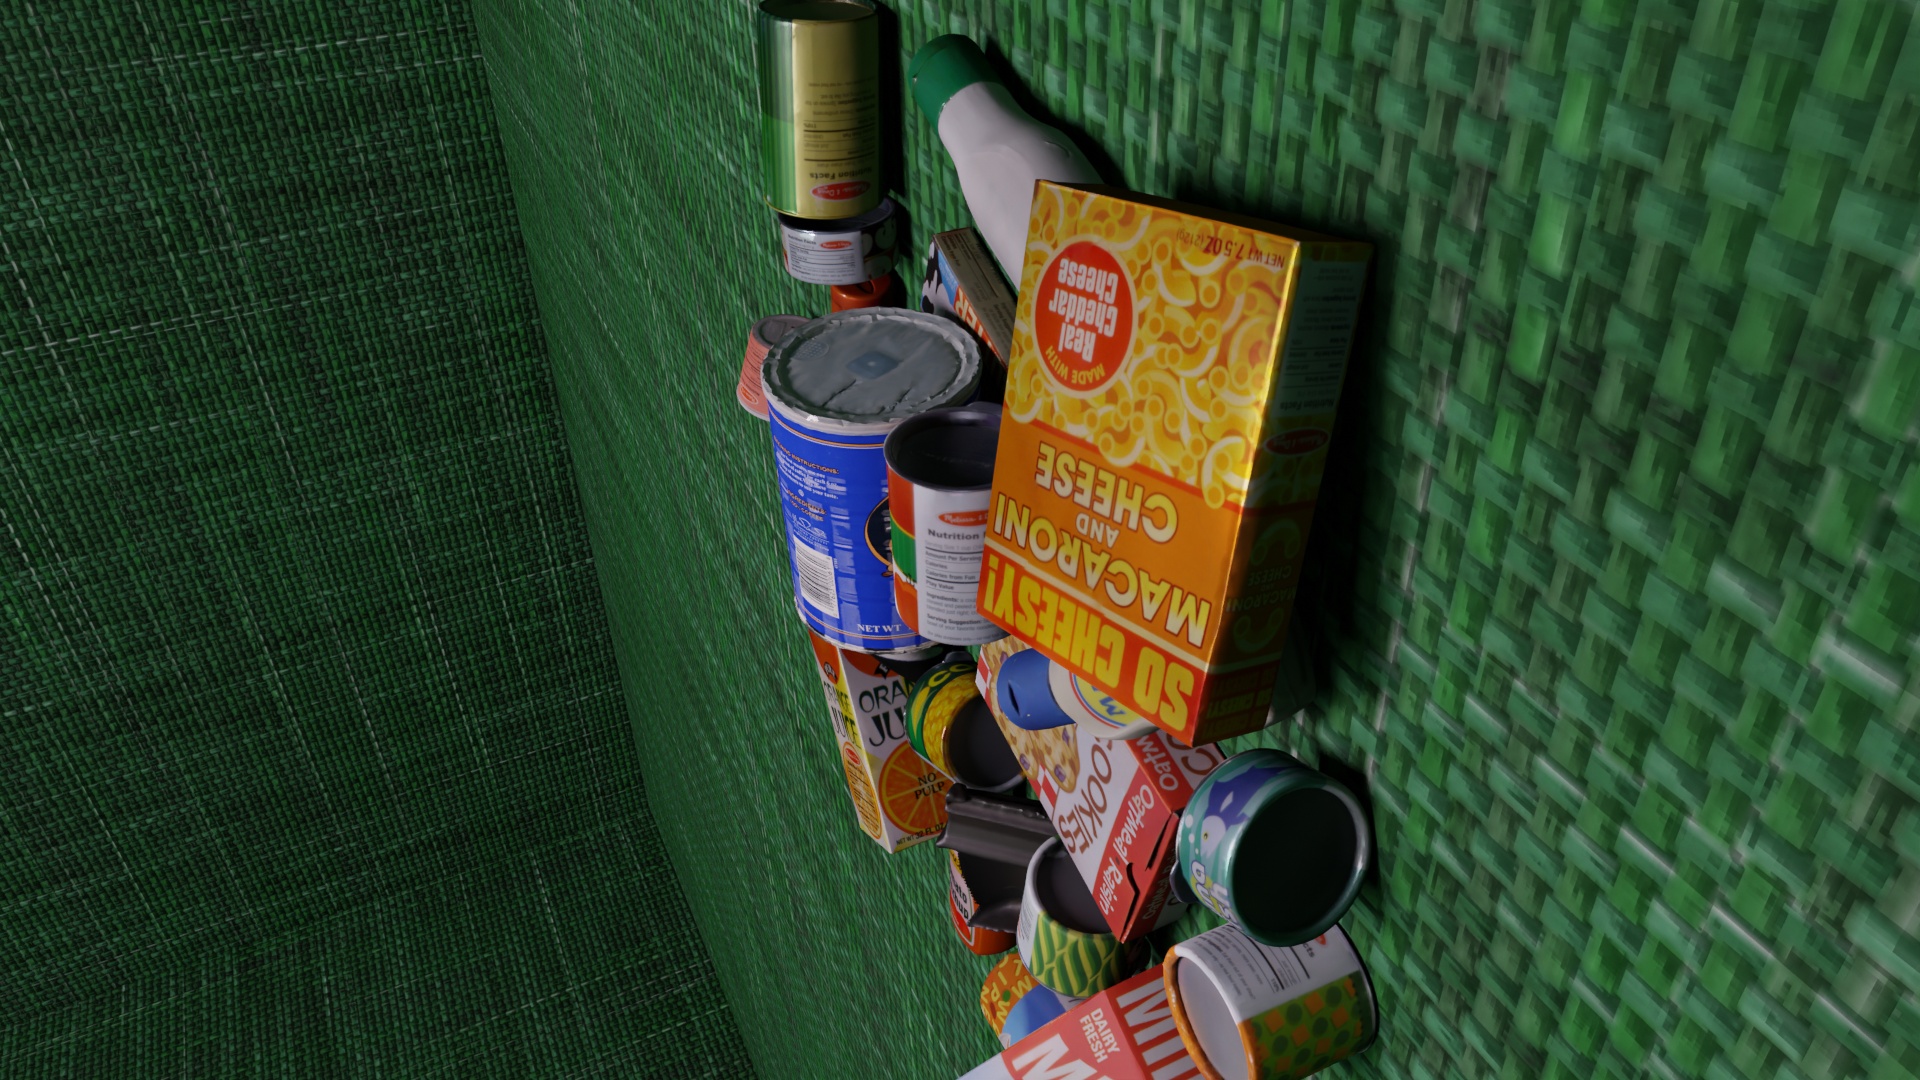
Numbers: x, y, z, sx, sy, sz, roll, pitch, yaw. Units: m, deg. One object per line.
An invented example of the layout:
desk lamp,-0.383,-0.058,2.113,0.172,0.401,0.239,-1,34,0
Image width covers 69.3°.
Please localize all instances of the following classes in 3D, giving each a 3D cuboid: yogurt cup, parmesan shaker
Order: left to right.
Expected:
yogurt cup,-0.119,-0.121,0.963,0.072,0.072,0.053,55,145,42
parmesan shaker,-0.071,-0.232,0.740,0.071,0.071,0.102,-130,34,-48

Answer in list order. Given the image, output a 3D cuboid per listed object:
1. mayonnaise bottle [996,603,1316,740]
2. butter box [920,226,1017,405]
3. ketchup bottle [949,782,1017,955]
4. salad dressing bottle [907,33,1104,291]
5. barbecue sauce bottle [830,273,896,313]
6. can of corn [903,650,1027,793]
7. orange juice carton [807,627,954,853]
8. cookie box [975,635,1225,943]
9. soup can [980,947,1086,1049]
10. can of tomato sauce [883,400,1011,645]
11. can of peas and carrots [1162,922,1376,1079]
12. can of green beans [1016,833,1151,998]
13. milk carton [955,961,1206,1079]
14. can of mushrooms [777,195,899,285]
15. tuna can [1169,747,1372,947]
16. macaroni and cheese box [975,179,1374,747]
mayonnaise bottle,0.071,0.051,0.559,0.147,0.041,0.065,-22,86,52
butter box,0.012,-0.099,0.682,0.052,0.024,0.104,104,145,-55
ketchup bottle,0.015,0.191,0.877,0.065,0.043,0.148,-118,22,-51
salad dressing bottle,0.021,-0.158,0.586,0.064,0.044,0.148,98,150,-53
barbecue sauce bottle,-0.060,-0.098,0.850,0.147,0.044,0.065,95,152,-45
can of corn,0.008,0.104,0.794,0.058,0.071,0.071,18,123,65
orange juice carton,-0.048,0.103,0.935,0.073,0.072,0.192,8,113,68
cookie box,0.063,0.092,0.674,0.122,0.040,0.168,98,149,-48
soup can,0.056,0.285,0.802,0.084,0.071,0.071,-135,34,-54
can of tomato sauce,0.002,-0.008,0.603,0.071,0.071,0.082,-130,30,-47
can of peas and carrots,0.123,0.187,0.561,0.071,0.059,0.071,165,89,-71
can of green beans,0.064,0.190,0.712,0.057,0.071,0.071,95,151,-44
milk carton,0.070,0.270,0.683,0.189,0.073,0.072,-43,60,30
can of mushrooms,-0.067,-0.172,0.780,0.071,0.071,0.033,-132,31,-50
tuna can,0.114,0.114,0.511,0.033,0.071,0.071,22,126,64
macaroni and cheese box,0.066,-0.031,0.481,0.124,0.040,0.165,30,119,47
